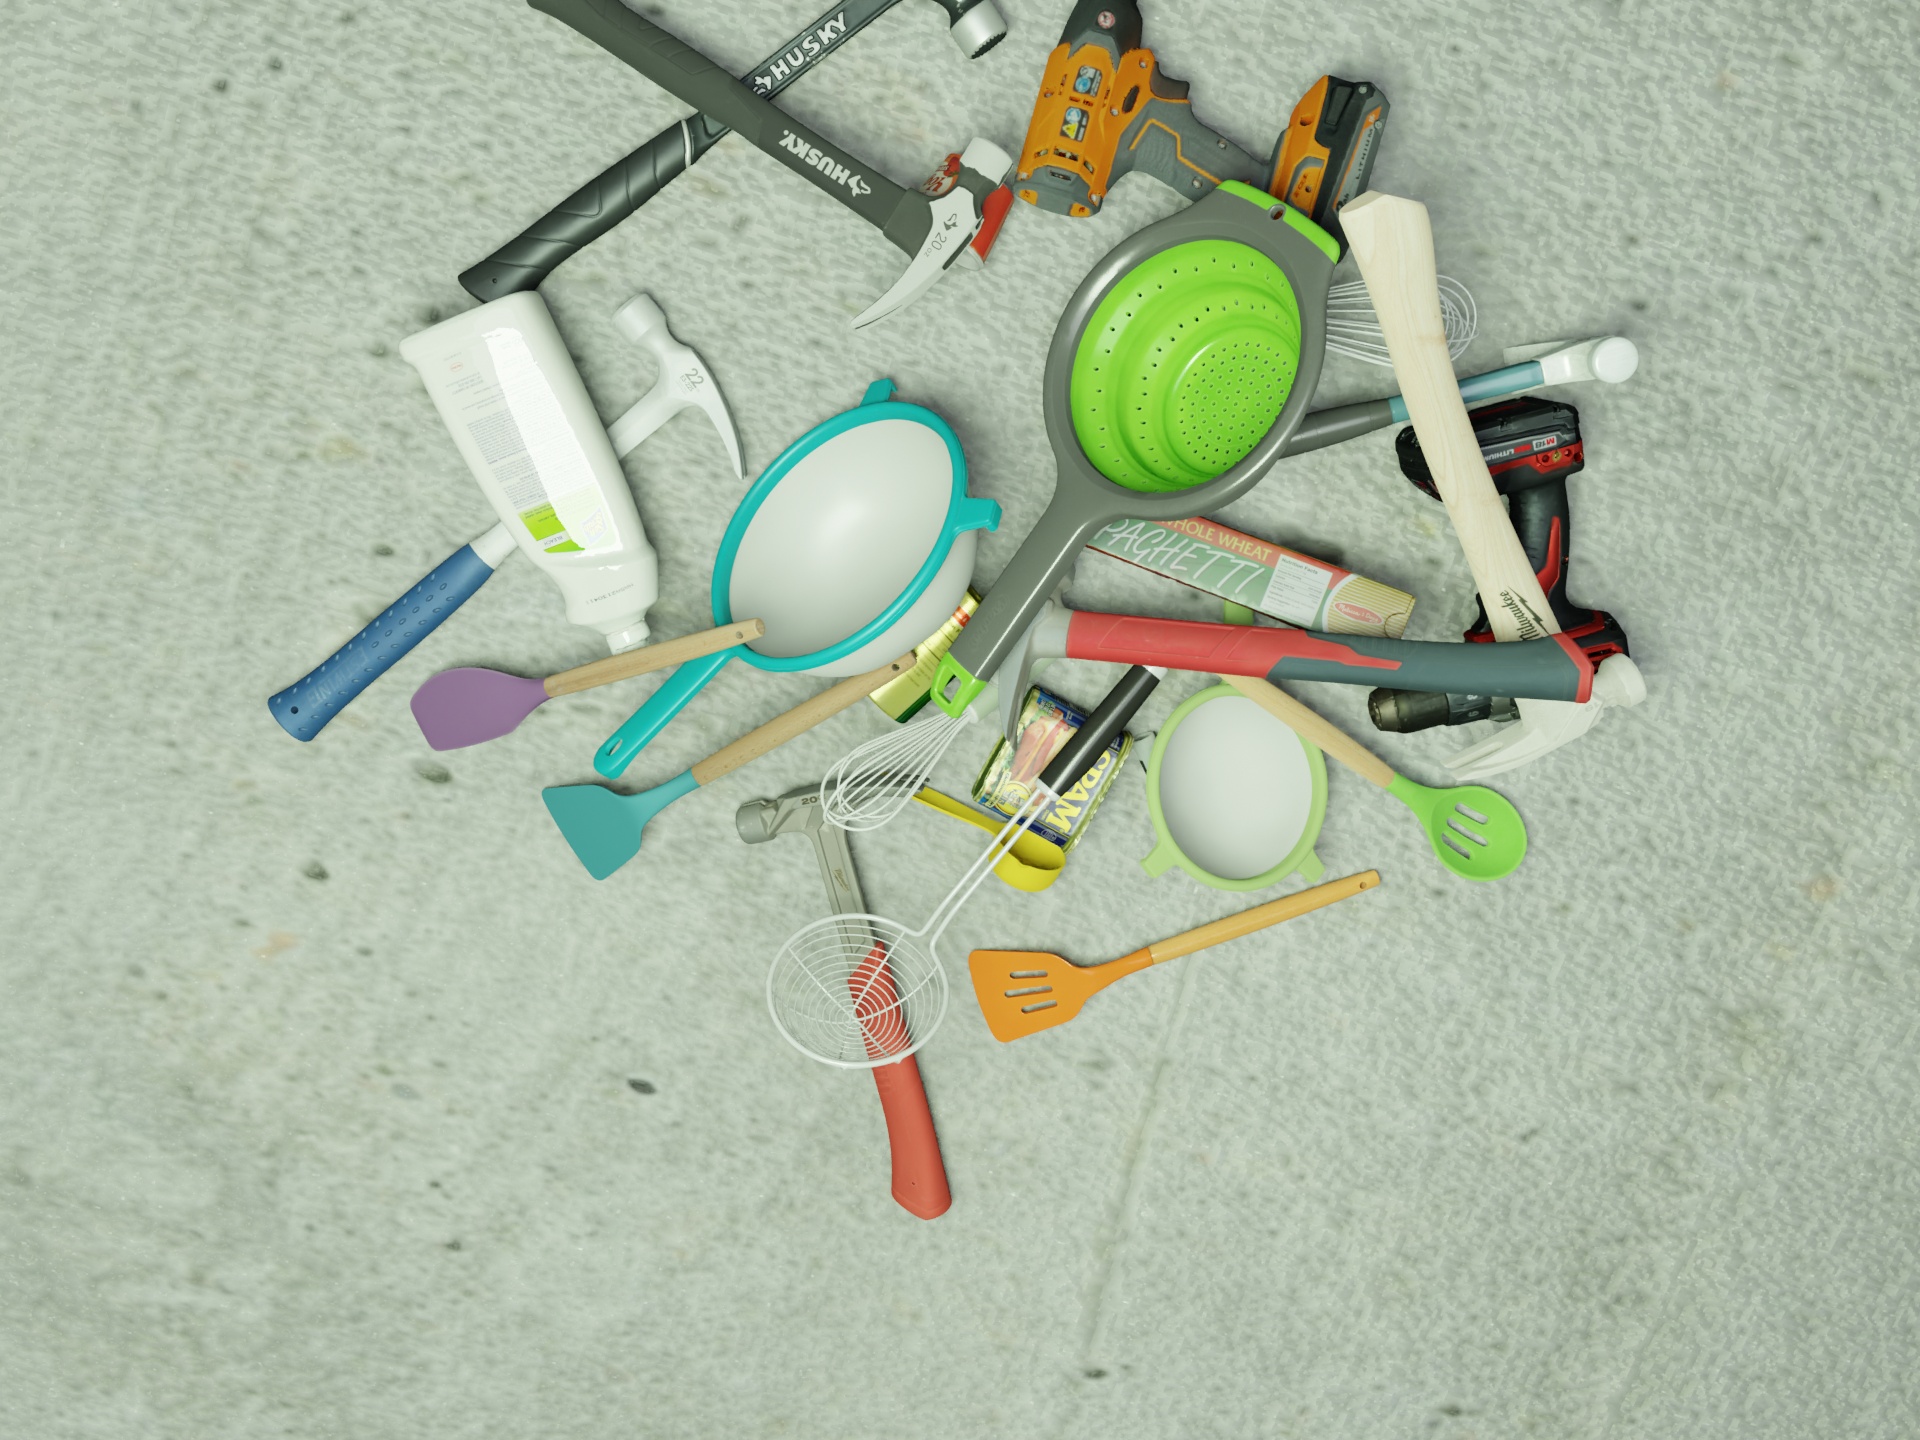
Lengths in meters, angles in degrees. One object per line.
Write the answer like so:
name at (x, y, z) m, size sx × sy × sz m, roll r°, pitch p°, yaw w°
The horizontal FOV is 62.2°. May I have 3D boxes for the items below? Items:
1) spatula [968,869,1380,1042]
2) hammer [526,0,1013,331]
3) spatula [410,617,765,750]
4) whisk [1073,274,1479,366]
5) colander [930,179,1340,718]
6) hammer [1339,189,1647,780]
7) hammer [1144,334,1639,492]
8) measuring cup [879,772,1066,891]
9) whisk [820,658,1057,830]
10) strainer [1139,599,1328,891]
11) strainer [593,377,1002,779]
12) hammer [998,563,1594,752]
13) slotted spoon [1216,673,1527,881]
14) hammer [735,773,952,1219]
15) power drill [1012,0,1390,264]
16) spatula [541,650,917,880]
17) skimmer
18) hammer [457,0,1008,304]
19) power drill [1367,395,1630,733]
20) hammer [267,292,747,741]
spatula at (0.168, 0.170, 1.230) m, size 0.322 × 0.041 × 0.081 m, roll -19°, pitch 103°, yaw -1°
hammer at (-0.142, -0.393, 1.046) m, size 0.335 × 0.035 × 0.146 m, roll 34°, pitch 97°, yaw 2°
spatula at (-0.269, -0.031, 1.115) m, size 0.316 × 0.018 × 0.059 m, roll -13°, pitch 109°, yaw 27°
whisk at (0.220, -0.285, 1.117) m, size 0.284 × 0.070 × 0.070 m, roll 5°, pitch 102°, yaw 3°
colander at (0.117, -0.160, 1.076) m, size 0.205 × 0.094 × 0.397 m, roll 46°, pitch 108°, yaw 33°
hammer at (0.327, -0.148, 1.050) m, size 0.146 × 0.038 × 0.410 m, roll -27°, pitch 114°, yaw 4°
hammer at (0.286, -0.213, 1.110) m, size 0.331 × 0.128 × 0.033 m, roll -13°, pitch 102°, yaw 11°
measuring cup at (0.004, 0.083, 1.197) m, size 0.156 × 0.062 × 0.029 m, roll 26°, pitch 117°, yaw 5°
whisk at (-0.002, -0.004, 1.138) m, size 0.246 × 0.059 × 0.058 m, roll -38°, pitch 67°, yaw -17°
strainer at (0.191, -0.003, 1.175) m, size 0.151 × 0.069 × 0.256 m, roll 4°, pitch 84°, yaw -22°
strainer at (-0.109, -0.065, 1.106) m, size 0.340 × 0.211 × 0.095 m, roll -44°, pitch 136°, yaw 8°
hammer at (0.217, -0.030, 1.067) m, size 0.386 × 0.038 × 0.143 m, roll 6°, pitch 71°, yaw 17°
slotted spoon at (0.296, 0.028, 1.167) m, size 0.313 × 0.031 × 0.070 m, roll 31°, pitch 83°, yaw -20°
hammer at (-0.055, 0.216, 1.216) m, size 0.149 × 0.037 × 0.359 m, roll -10°, pitch 105°, yaw 15°
power drill at (0.164, -0.405, 1.072) m, size 0.226 × 0.084 × 0.164 m, roll 15°, pitch 95°, yaw -1°
spatula at (-0.167, 0.024, 1.151) m, size 0.317 × 0.044 × 0.082 m, roll -28°, pitch 100°, yaw 14°
skimmer at (0.013, 0.089, 1.110) m, size 0.127 × 0.090 × 0.363 m, roll 42°, pitch 94°, yaw 27°
hammer at (-0.175, -0.412, 1.087) m, size 0.409 × 0.036 × 0.149 m, roll -34°, pitch 100°, yaw 6°
power drill at (0.373, -0.104, 1.148) m, size 0.188 × 0.080 × 0.226 m, roll -15°, pitch 105°, yaw 2°
hammer at (-0.332, -0.121, 1.146) m, size 0.405 × 0.035 × 0.144 m, roll -39°, pitch 100°, yaw 7°
